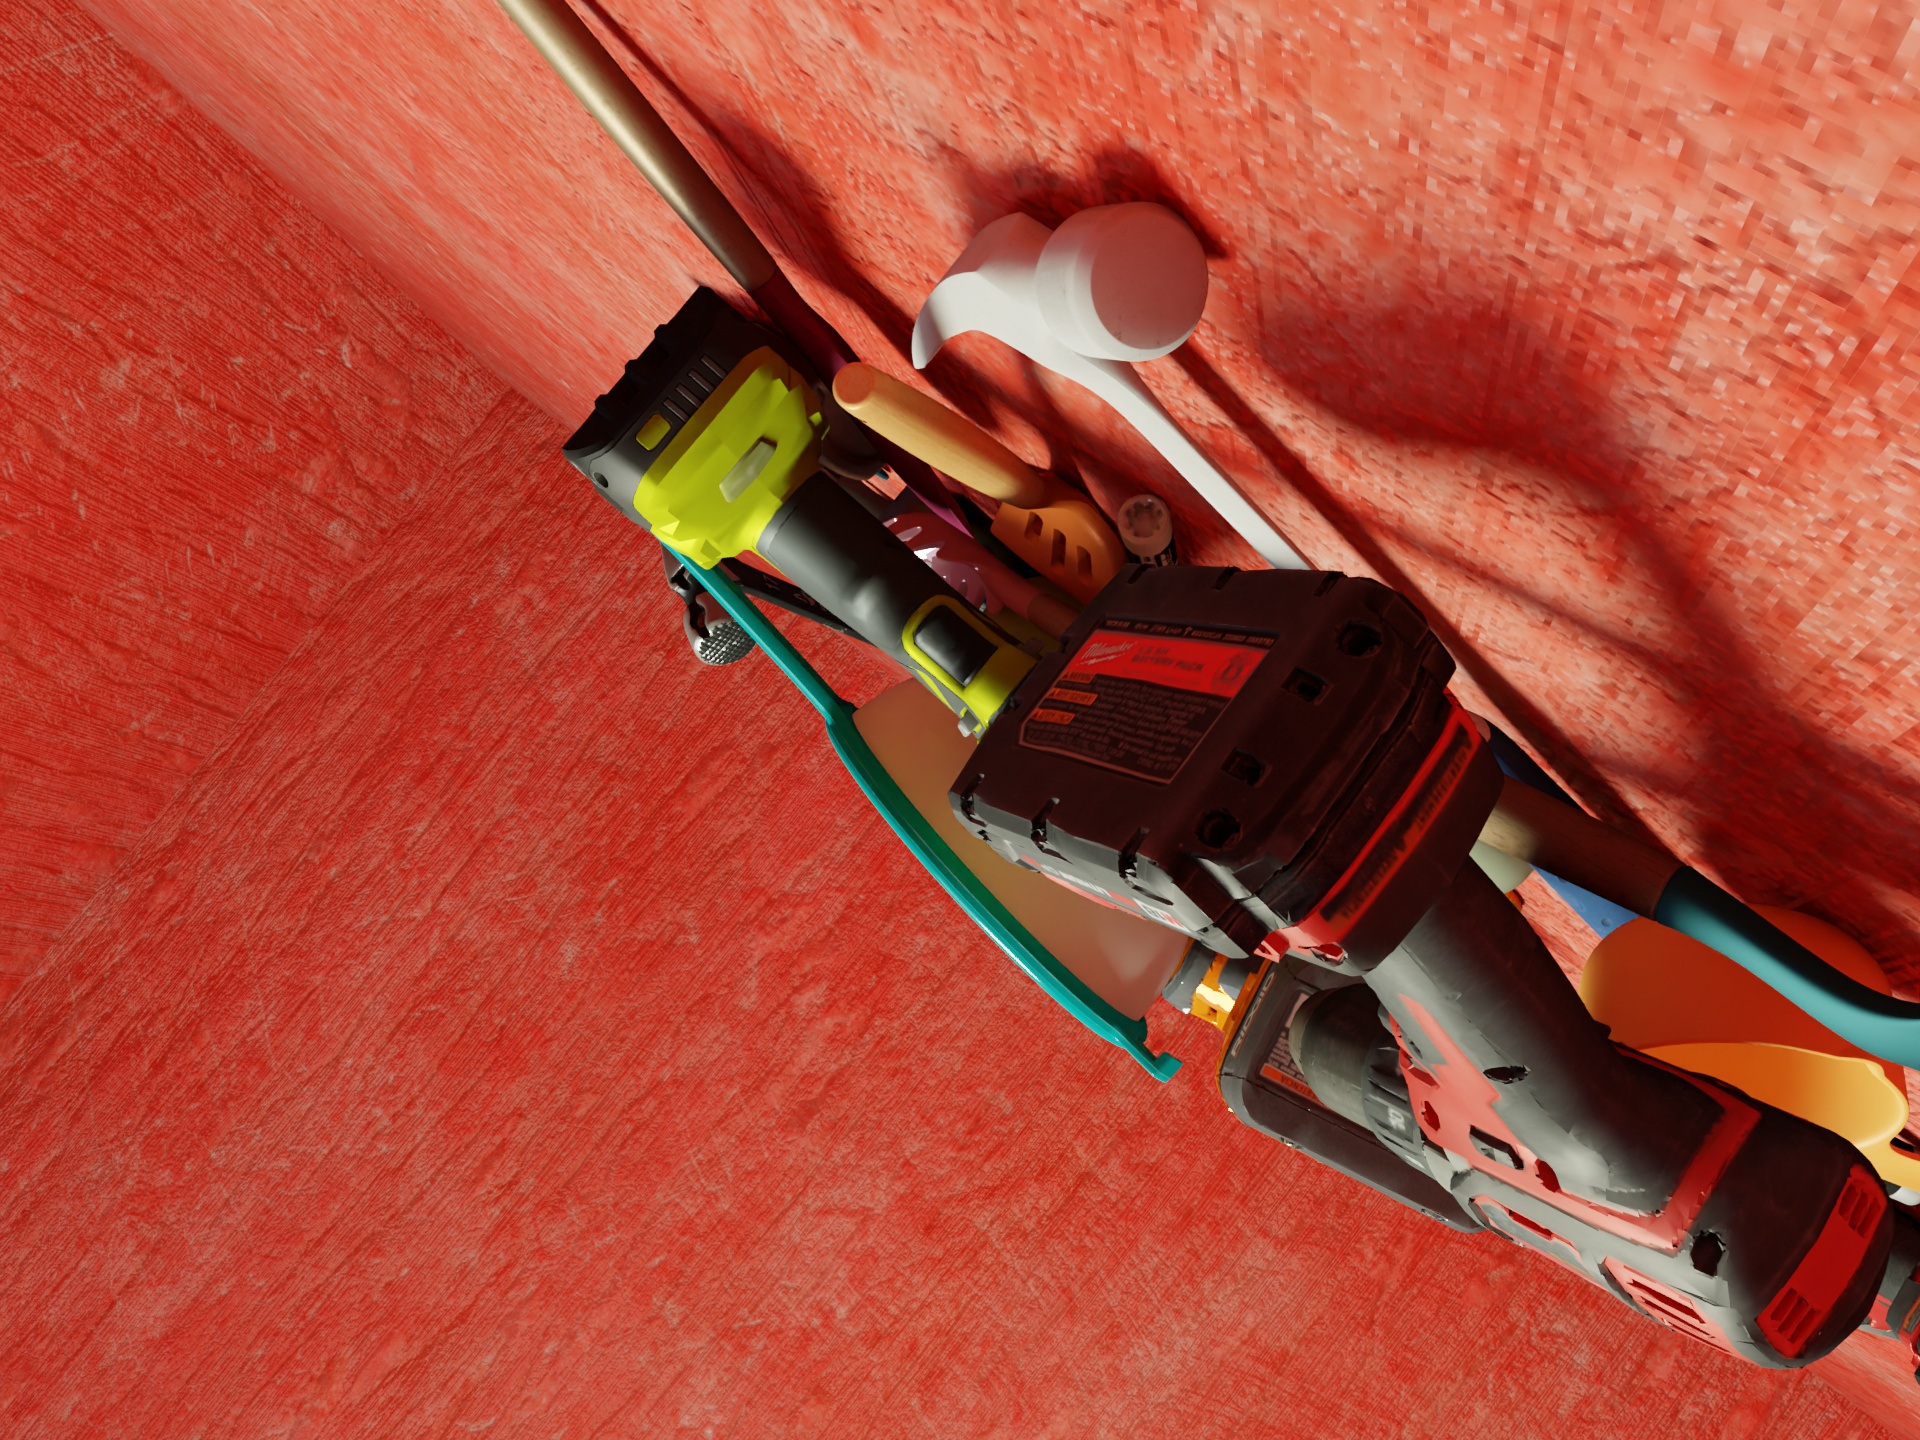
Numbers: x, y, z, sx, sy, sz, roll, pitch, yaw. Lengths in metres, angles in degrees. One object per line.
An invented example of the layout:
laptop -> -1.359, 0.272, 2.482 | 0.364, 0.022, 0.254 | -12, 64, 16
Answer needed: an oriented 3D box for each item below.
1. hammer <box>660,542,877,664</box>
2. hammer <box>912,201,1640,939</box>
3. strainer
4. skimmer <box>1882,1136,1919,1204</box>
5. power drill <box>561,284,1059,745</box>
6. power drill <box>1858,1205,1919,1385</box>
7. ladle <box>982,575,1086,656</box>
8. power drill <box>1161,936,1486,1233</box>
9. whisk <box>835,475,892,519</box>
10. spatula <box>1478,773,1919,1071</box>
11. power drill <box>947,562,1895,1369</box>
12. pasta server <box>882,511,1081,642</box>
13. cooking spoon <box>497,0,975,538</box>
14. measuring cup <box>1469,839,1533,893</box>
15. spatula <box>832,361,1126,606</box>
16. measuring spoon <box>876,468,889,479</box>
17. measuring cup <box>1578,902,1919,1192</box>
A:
hammer -> -0.022, -0.042, 0.994 | 0.408, 0.036, 0.149 | 21, -148, -44
hammer -> 0.143, -0.005, 0.487 | 0.405, 0.035, 0.144 | 40, 176, -26
strainer -> -0.001, -0.002, 0.724 | 0.340, 0.095, 0.211 | 47, -176, -13
skimmer -> 0.233, 0.075, 0.662 | 0.363, 0.090, 0.127 | 27, -174, 13
power drill -> -0.024, -0.045, 0.563 | 0.223, 0.080, 0.171 | 40, 180, 1
power drill -> 0.425, 0.252, 0.682 | 0.143, 0.078, 0.219 | 38, 180, -1
ladle -> 0.121, 0.015, 0.874 | 0.078, 0.062, 0.319 | -10, 146, 41
power drill -> 0.179, 0.144, 0.700 | 0.164, 0.084, 0.226 | 26, -179, 2
whisk -> 0.024, -0.055, 0.979 | 0.296, 0.073, 0.073 | 44, 179, 17
spatula -> 0.155, 0.022, 0.389 | 0.318, 0.044, 0.082 | 30, 171, 39
power drill -> 0.104, 0.062, 0.412 | 0.226, 0.080, 0.188 | 43, 168, -23
pasta server -> 0.043, -0.034, 0.687 | 0.060, 0.040, 0.316 | 45, 177, -37
cooking spoon -> -0.086, -0.174, 0.554 | 0.318, 0.017, 0.069 | 47, -168, -36
measuring cup -> 0.145, 0.008, 0.601 | 0.168, 0.038, 0.083 | 35, 177, 12
spatula -> 0.012, -0.078, 0.564 | 0.081, 0.041, 0.322 | 38, -171, 13
measuring spoon -> -0.055, -0.152, 0.858 | 0.042, 0.021, 0.128 | 38, -174, 11
measuring cup -> 0.268, 0.106, 0.483 | 0.173, 0.052, 0.095 | 21, 147, -13
